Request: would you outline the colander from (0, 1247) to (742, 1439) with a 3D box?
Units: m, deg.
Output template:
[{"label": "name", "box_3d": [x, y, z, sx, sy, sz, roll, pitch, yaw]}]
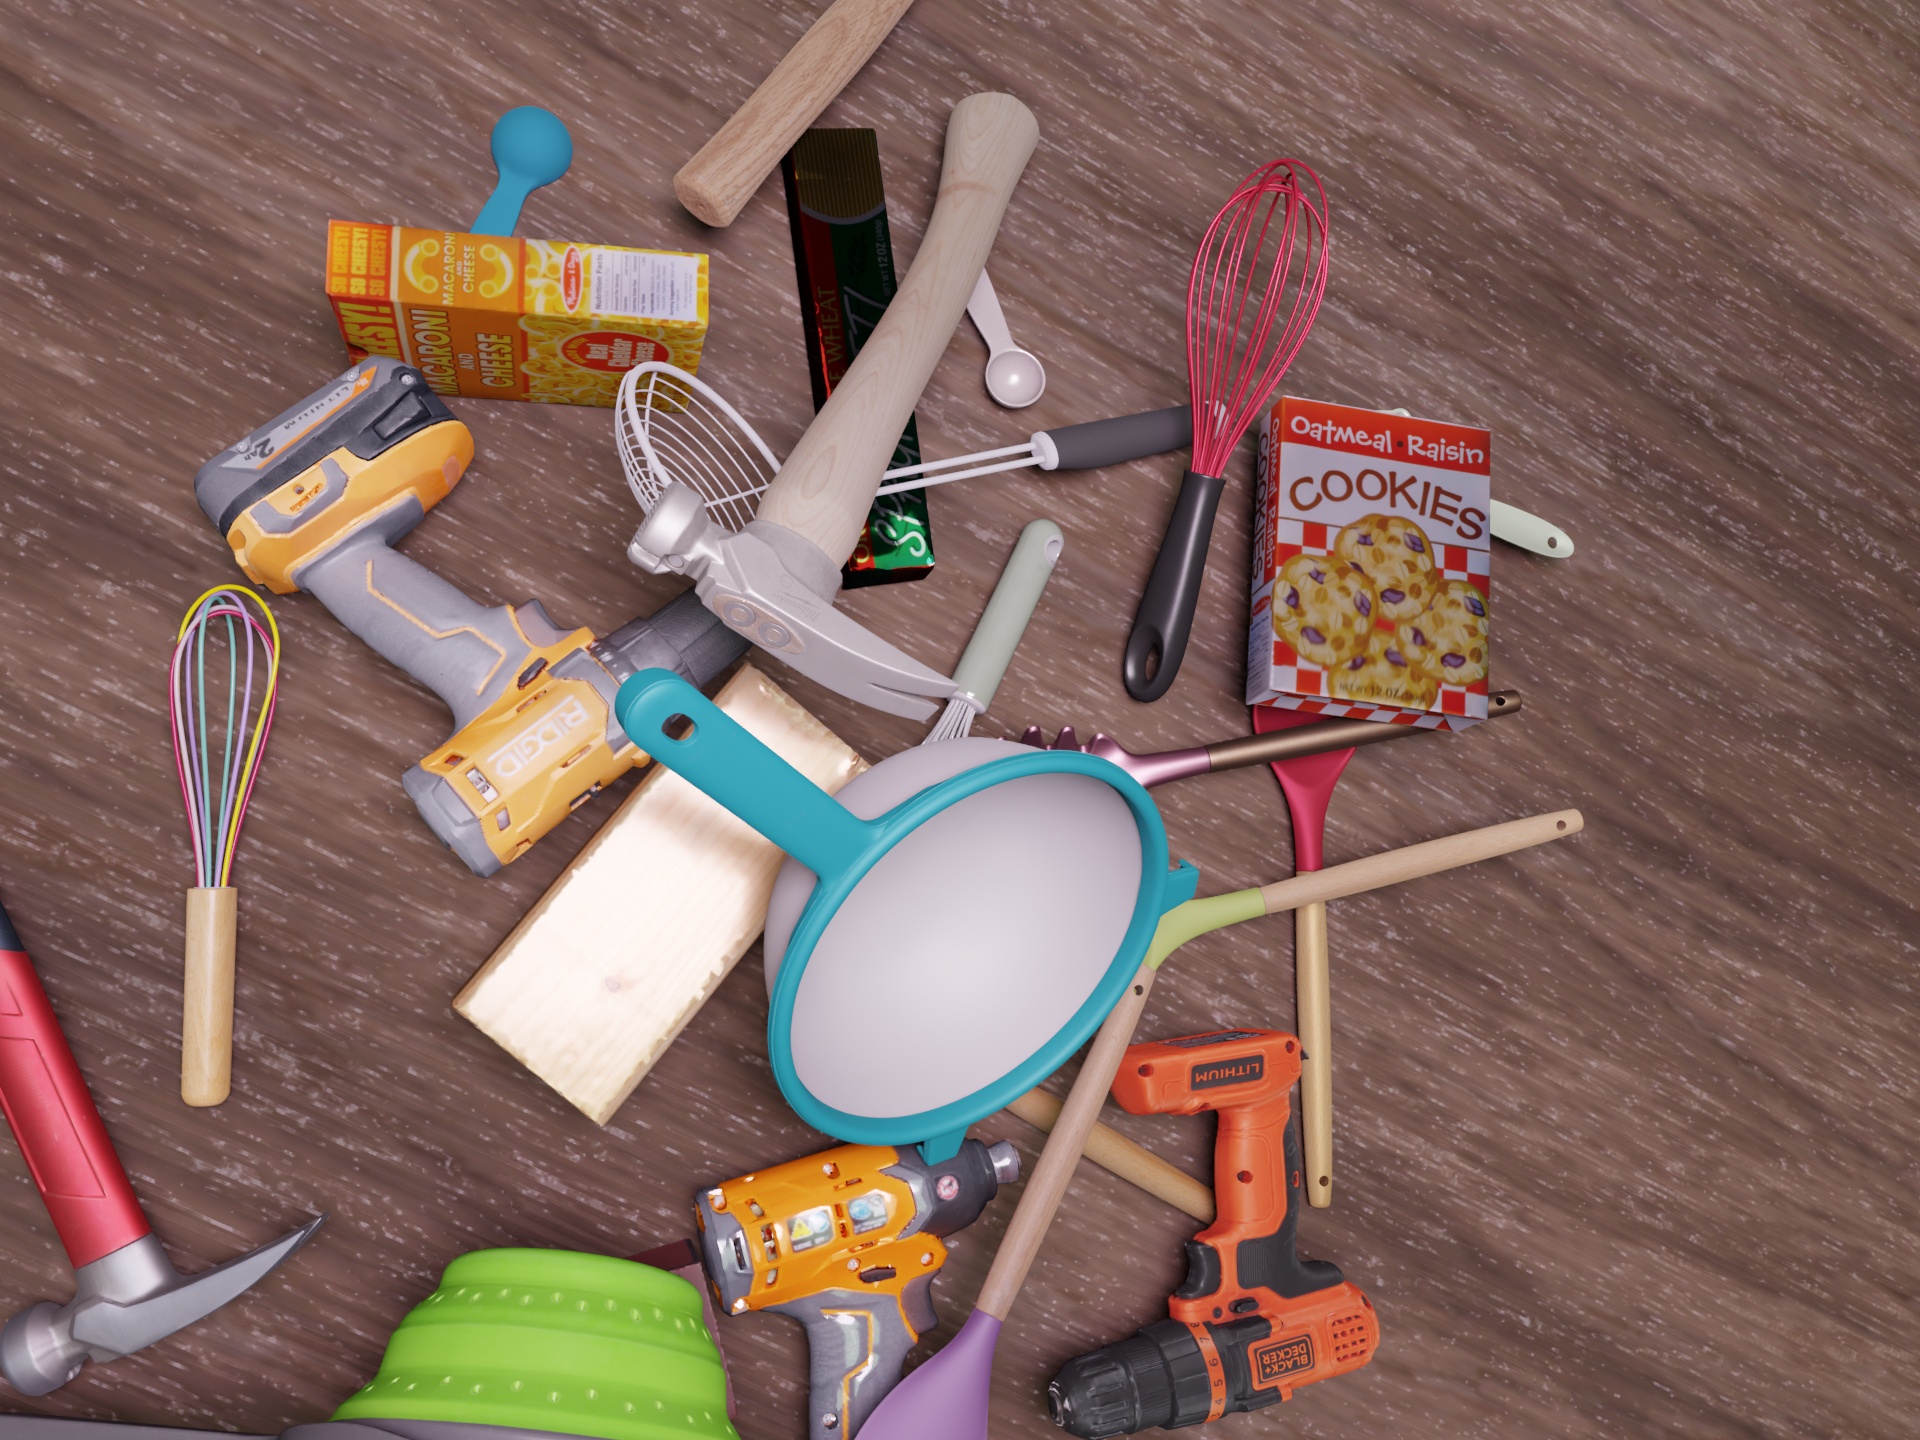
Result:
[{"label": "colander", "box_3d": [-0.250, 0.274, 0.671, 0.397, 0.204, 0.095, 3, 59, 4]}]

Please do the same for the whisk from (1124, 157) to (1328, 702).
[{"label": "whisk", "box_3d": [0.137, -0.151, 0.855, 0.073, 0.073, 0.295, 12, 102, -13]}]

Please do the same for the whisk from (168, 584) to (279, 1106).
[{"label": "whisk", "box_3d": [-0.349, 0.057, 0.749, 0.047, 0.051, 0.245, 2, 86, -20]}]

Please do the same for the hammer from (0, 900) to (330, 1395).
[{"label": "hammer", "box_3d": [-0.428, 0.095, 0.714, 0.143, 0.038, 0.386, -26, 88, -2]}]

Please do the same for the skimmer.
[{"label": "skimmer", "box_3d": [0.001, -0.145, 0.807, 0.363, 0.090, 0.127, -15, 66, -27]}]

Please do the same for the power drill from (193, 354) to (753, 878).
[{"label": "power drill", "box_3d": [-0.223, -0.064, 0.759, 0.185, 0.084, 0.226, -39, 85, -16]}]

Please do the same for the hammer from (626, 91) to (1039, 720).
[{"label": "hammer", "box_3d": [-0.016, -0.182, 0.776, 0.146, 0.038, 0.411, 32, 50, -14]}]

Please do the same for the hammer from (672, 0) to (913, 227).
[{"label": "hammer", "box_3d": [-0.046, -0.386, 0.865, 0.130, 0.031, 0.331, 36, 68, -9]}]

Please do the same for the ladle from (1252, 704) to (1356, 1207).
[{"label": "ladle", "box_3d": [0.198, 0.110, 0.889, 0.069, 0.031, 0.315, 1, 85, -9]}]

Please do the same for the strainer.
[{"label": "strainer", "box_3d": [-0.045, 0.055, 0.694, 0.211, 0.095, 0.340, -47, 135, -1]}]

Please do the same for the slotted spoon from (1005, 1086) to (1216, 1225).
[{"label": "slotted spoon", "box_3d": [0.038, 0.200, 0.838, 0.313, 0.031, 0.070, 33, 74, -10]}]

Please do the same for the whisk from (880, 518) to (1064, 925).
[{"label": "whisk", "box_3d": [-0.001, -0.003, 0.845, 0.057, 0.059, 0.246, 46, 64, -51]}]

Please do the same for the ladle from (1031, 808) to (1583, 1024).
[{"label": "ladle", "box_3d": [0.190, 0.092, 0.851, 0.320, 0.062, 0.078, -13, 92, -7]}]

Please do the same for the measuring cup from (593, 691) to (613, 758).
[{"label": "measuring cup", "box_3d": [-0.237, -0.021, 0.800, 0.156, 0.029, 0.062, 40, 73, 6]}]

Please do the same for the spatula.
[{"label": "spatula", "box_3d": [0.022, 0.257, 0.757, 0.059, 0.018, 0.316, 29, 72, -4]}]

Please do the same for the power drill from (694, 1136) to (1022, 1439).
[{"label": "power drill", "box_3d": [-0.026, 0.319, 0.780, 0.164, 0.084, 0.226, -13, 83, -17]}]

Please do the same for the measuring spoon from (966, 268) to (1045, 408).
[{"label": "measuring spoon", "box_3d": [0.011, -0.229, 0.893, 0.034, 0.018, 0.124, -21, 82, -16]}]

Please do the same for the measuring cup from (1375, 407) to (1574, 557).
[{"label": "measuring cup", "box_3d": [0.281, -0.124, 0.935, 0.167, 0.038, 0.083, 18, 79, -13]}]

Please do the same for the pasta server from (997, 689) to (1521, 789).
[{"label": "pasta server", "box_3d": [0.160, 0.015, 0.859, 0.316, 0.040, 0.060, -10, 78, -10]}]

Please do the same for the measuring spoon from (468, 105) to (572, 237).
[{"label": "measuring spoon", "box_3d": [-0.239, -0.265, 0.825, 0.042, 0.021, 0.129, 22, 77, -11]}]
